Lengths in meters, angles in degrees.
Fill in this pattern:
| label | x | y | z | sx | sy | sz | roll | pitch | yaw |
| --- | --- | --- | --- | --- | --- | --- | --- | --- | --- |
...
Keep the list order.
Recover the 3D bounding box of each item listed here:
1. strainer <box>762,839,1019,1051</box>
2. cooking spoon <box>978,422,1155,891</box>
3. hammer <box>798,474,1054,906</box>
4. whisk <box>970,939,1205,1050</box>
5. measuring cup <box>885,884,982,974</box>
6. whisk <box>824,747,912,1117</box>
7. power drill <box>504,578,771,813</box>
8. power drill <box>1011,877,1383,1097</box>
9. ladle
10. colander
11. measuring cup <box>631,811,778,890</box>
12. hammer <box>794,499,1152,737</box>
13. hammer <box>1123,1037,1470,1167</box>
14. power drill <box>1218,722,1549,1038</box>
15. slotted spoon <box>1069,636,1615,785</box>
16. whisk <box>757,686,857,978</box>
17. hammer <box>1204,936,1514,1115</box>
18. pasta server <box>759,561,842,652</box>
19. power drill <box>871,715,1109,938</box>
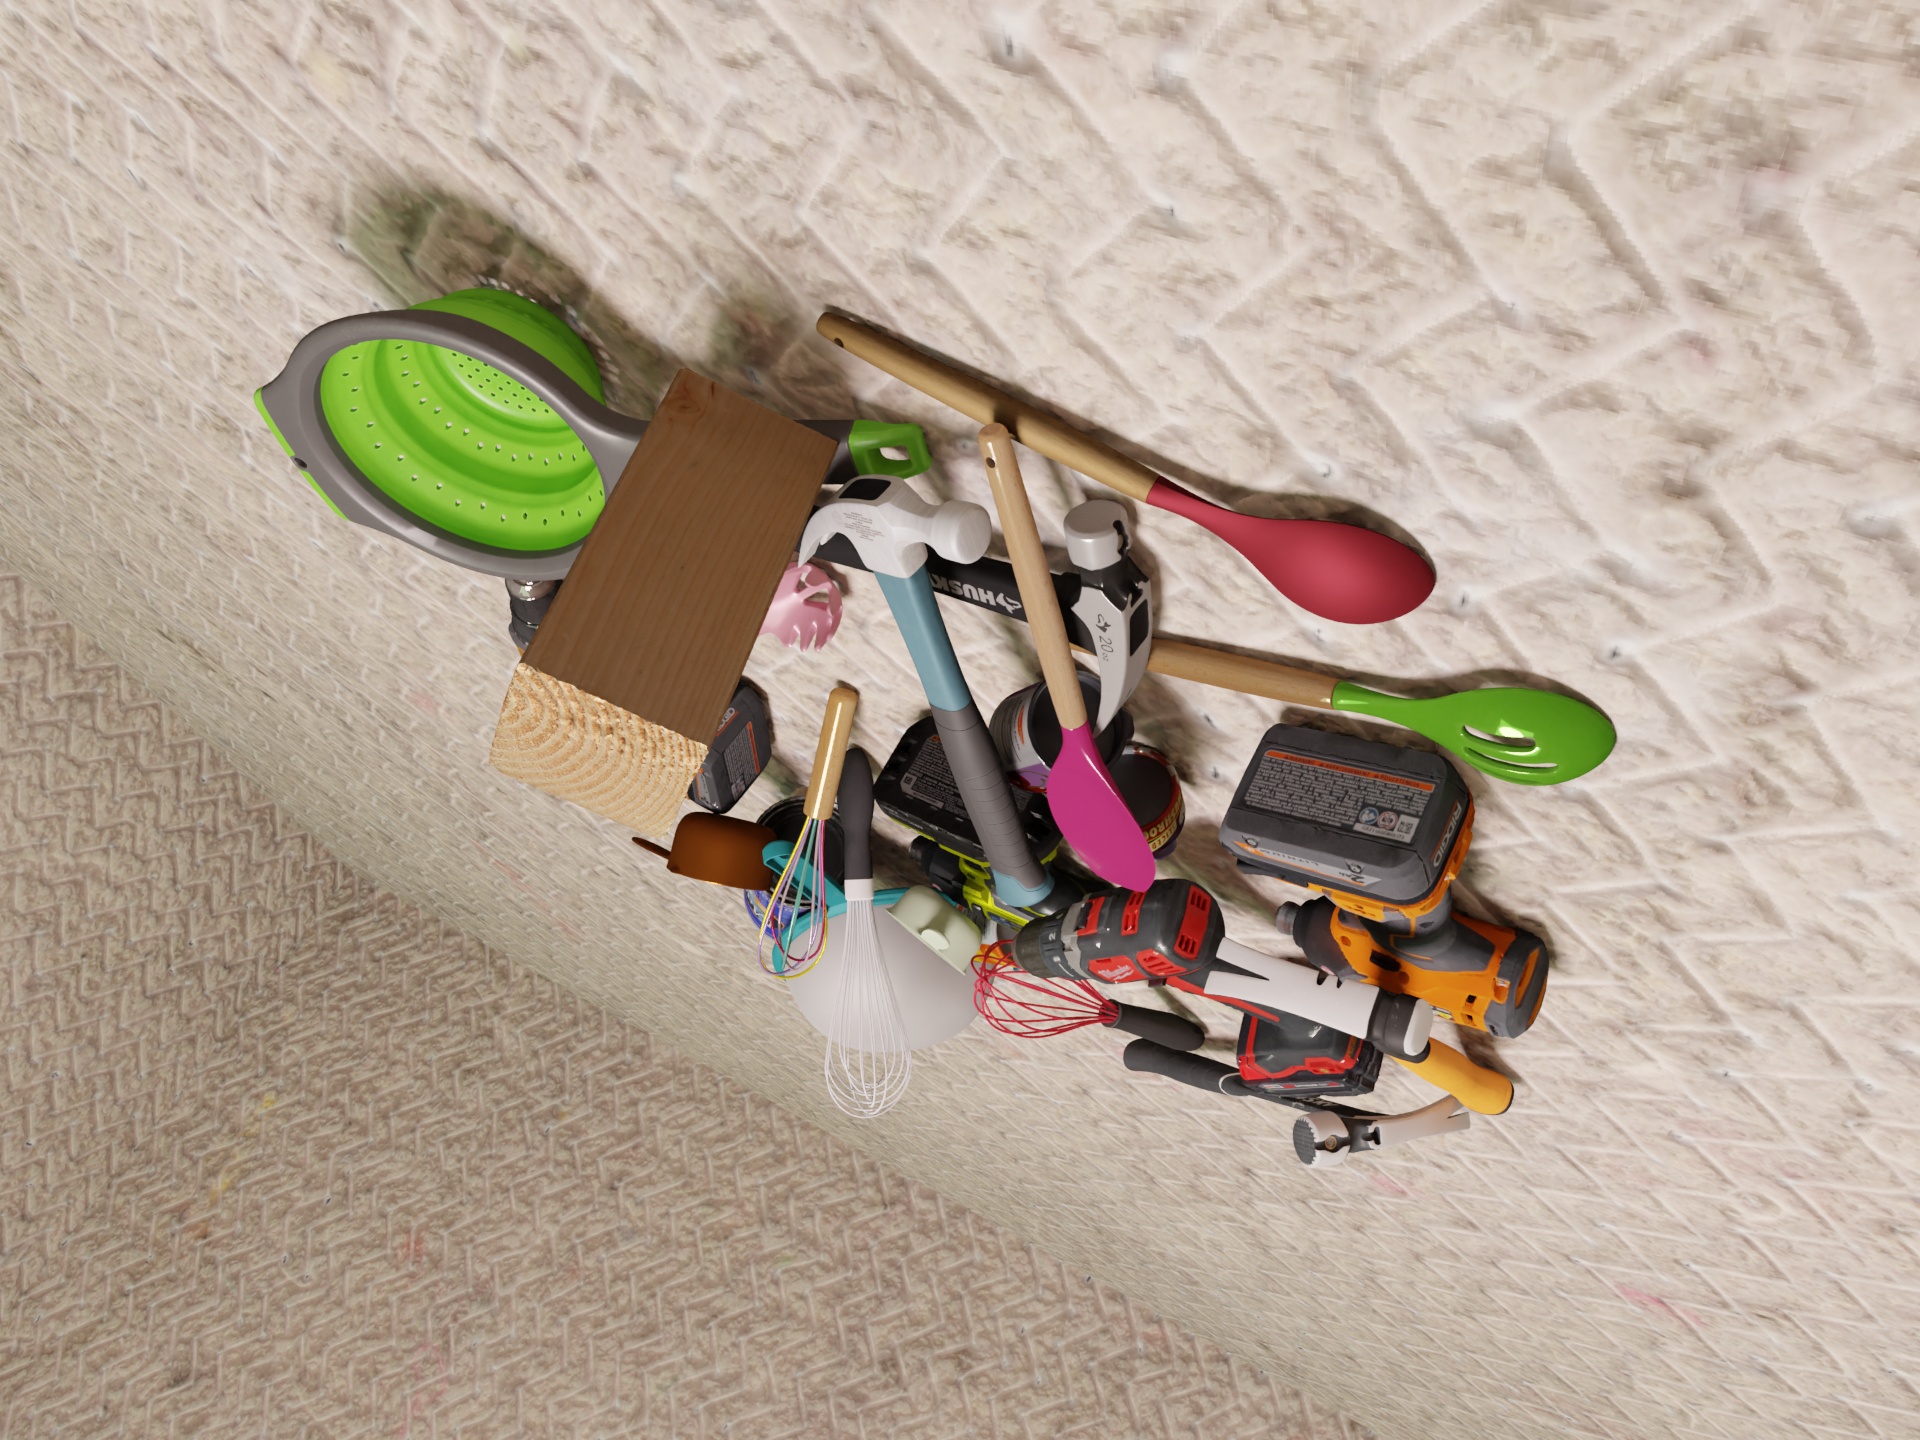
| label | x | y | z | sx | sy | sz | roll | pitch | yaw |
| --- | --- | --- | --- | --- | --- | --- | --- | --- | --- |
| strainer | -0.079 | 0.205 | 1.341 | 0.211 | 0.095 | 0.340 | -18 | 147 | 13 |
| cooking spoon | 0.054 | -0.019 | 0.833 | 0.069 | 0.017 | 0.318 | 19 | 143 | 36 |
| hammer | -0.001 | -0.003 | 0.902 | 0.128 | 0.033 | 0.330 | 20 | 146 | 36 |
| whisk | 0.108 | 0.232 | 1.273 | 0.073 | 0.073 | 0.295 | 8 | 168 | 45 |
| measuring cup | -0.013 | 0.156 | 1.223 | 0.083 | 0.038 | 0.167 | 39 | 169 | 1 |
| whisk | -0.078 | 0.163 | 1.232 | 0.070 | 0.285 | 0.070 | -3 | 175 | 0 |
| power drill | -0.267 | -0.036 | 1.276 | 0.226 | 0.084 | 0.185 | 31 | 156 | 13 |
| power drill | 0.160 | 0.181 | 1.090 | 0.226 | 0.080 | 0.188 | 30 | 153 | -23 |
| ladle | 0.067 | -0.120 | 0.736 | 0.315 | 0.031 | 0.069 | 29 | 157 | 13 |
| colander | -0.198 | -0.178 | 0.902 | 0.397 | 0.095 | 0.204 | 3 | 144 | 18 |
| measuring cup | -0.223 | 0.098 | 1.340 | 0.095 | 0.052 | 0.174 | 14 | -179 | -45 |
| hammer | -0.039 | -0.090 | 0.901 | 0.335 | 0.035 | 0.146 | 20 | 144 | 33 |
| hammer | 0.239 | 0.293 | 1.280 | 0.149 | 0.036 | 0.409 | -4 | 178 | -20 |
| power drill | 0.228 | 0.095 | 0.898 | 0.164 | 0.084 | 0.226 | 13 | 155 | 38 |
| slotted spoon | 0.170 | -0.016 | 0.813 | 0.314 | 0.031 | 0.070 | 16 | 152 | 37 |
| whisk | -0.108 | 0.089 | 1.193 | 0.047 | 0.051 | 0.245 | 18 | 111 | 9 |
| hammer | 0.275 | 0.204 | 0.995 | 0.127 | 0.034 | 0.336 | 13 | 168 | 37 |
| pasta server | -0.180 | -0.046 | 1.106 | 0.316 | 0.040 | 0.060 | -22 | 111 | 46 |
| power drill | 0.019 | 0.091 | 1.166 | 0.171 | 0.080 | 0.223 | 22 | 158 | 22 |
